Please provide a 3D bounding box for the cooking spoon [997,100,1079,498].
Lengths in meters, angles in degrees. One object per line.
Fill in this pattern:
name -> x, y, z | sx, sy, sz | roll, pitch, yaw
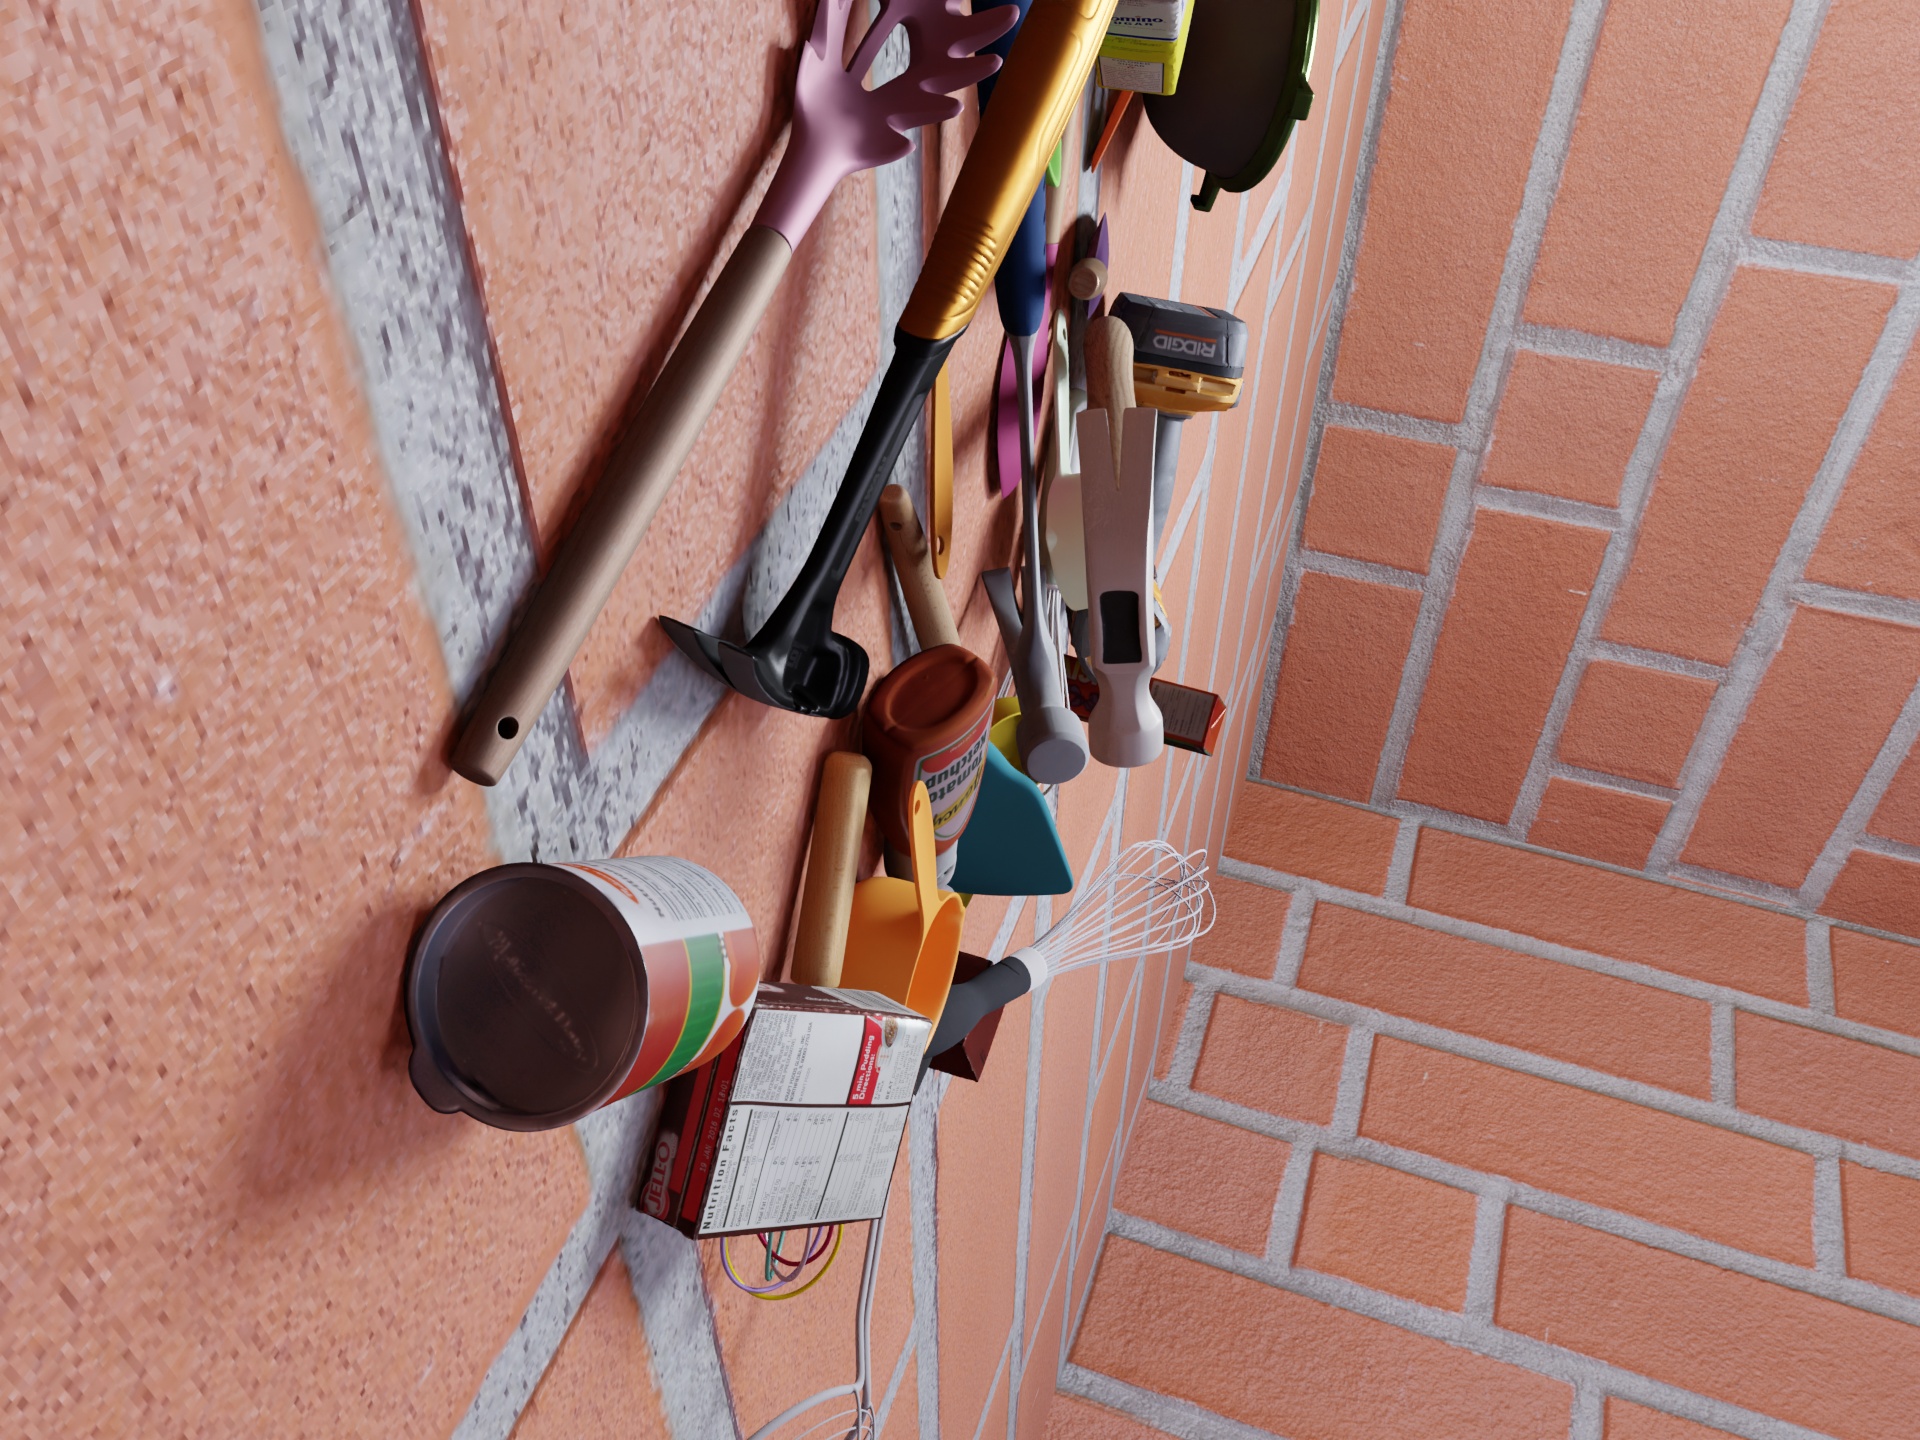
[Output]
cooking spoon -> 0.044, -0.260, 0.776 | 0.069, 0.017, 0.318 | -56, 156, -58

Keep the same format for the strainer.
strainer -> 0.141, -0.432, 0.902 | 0.151, 0.069, 0.256 | 168, -77, -76

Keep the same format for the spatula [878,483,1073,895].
spatula -> -0.001, -0.003, 0.786 | 0.317, 0.082, 0.044 | 71, 23, -56

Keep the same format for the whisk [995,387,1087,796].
whisk -> 0.052, -0.072, 0.940 | 0.057, 0.059, 0.246 | 0, 101, -48

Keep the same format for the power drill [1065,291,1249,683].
power drill -> 0.113, -0.150, 1.007 | 0.185, 0.084, 0.226 | -85, -175, -71

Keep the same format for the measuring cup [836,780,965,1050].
measuring cup -> -0.037, 0.086, 0.727 | 0.095, 0.052, 0.173 | -62, 159, -44

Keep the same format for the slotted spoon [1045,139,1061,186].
slotted spoon -> 0.052, -0.389, 0.671 | 0.070, 0.031, 0.313 | -32, 133, -76

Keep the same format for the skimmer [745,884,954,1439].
skimmer -> -0.070, 0.244, 0.796 | 0.127, 0.090, 0.364 | 74, 22, -56

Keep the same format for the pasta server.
pasta server -> -0.062, -0.120, 0.455 | 0.060, 0.040, 0.316 | 36, 62, -27

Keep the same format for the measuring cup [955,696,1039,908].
measuring cup -> 0.009, 0.055, 0.922 | 0.029, 0.062, 0.156 | 52, -52, 48

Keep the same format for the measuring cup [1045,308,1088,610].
measuring cup -> 0.074, -0.146, 0.880 | 0.083, 0.038, 0.167 | -8, 95, -69

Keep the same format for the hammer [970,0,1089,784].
hammer -> 0.025, -0.166, 0.694 | 0.144, 0.035, 0.405 | -100, -176, -49

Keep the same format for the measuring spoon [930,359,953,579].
measuring spoon -> -0.012, -0.117, 0.672 | 0.021, 0.011, 0.117 | -35, 127, -63

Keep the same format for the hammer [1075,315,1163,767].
hammer -> 0.071, -0.122, 0.739 | 0.332, 0.031, 0.130 | -84, 170, -57

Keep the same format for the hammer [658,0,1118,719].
hammer -> -0.002, -0.161, 0.546 | 0.337, 0.034, 0.127 | -66, 166, 0

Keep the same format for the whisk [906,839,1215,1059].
whisk -> 0.054, 0.127, 0.888 | 0.284, 0.070, 0.070 | -20, 126, -46

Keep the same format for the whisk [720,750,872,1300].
whisk -> -0.063, 0.135, 0.691 | 0.051, 0.047, 0.245 | -10, 110, -73

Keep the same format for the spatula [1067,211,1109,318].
spatula -> 0.066, -0.227, 0.802 | 0.316, 0.018, 0.059 | -71, 169, -72

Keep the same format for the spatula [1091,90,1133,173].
spatula -> 0.087, -0.430, 0.777 | 0.322, 0.041, 0.081 | 83, 23, -46
